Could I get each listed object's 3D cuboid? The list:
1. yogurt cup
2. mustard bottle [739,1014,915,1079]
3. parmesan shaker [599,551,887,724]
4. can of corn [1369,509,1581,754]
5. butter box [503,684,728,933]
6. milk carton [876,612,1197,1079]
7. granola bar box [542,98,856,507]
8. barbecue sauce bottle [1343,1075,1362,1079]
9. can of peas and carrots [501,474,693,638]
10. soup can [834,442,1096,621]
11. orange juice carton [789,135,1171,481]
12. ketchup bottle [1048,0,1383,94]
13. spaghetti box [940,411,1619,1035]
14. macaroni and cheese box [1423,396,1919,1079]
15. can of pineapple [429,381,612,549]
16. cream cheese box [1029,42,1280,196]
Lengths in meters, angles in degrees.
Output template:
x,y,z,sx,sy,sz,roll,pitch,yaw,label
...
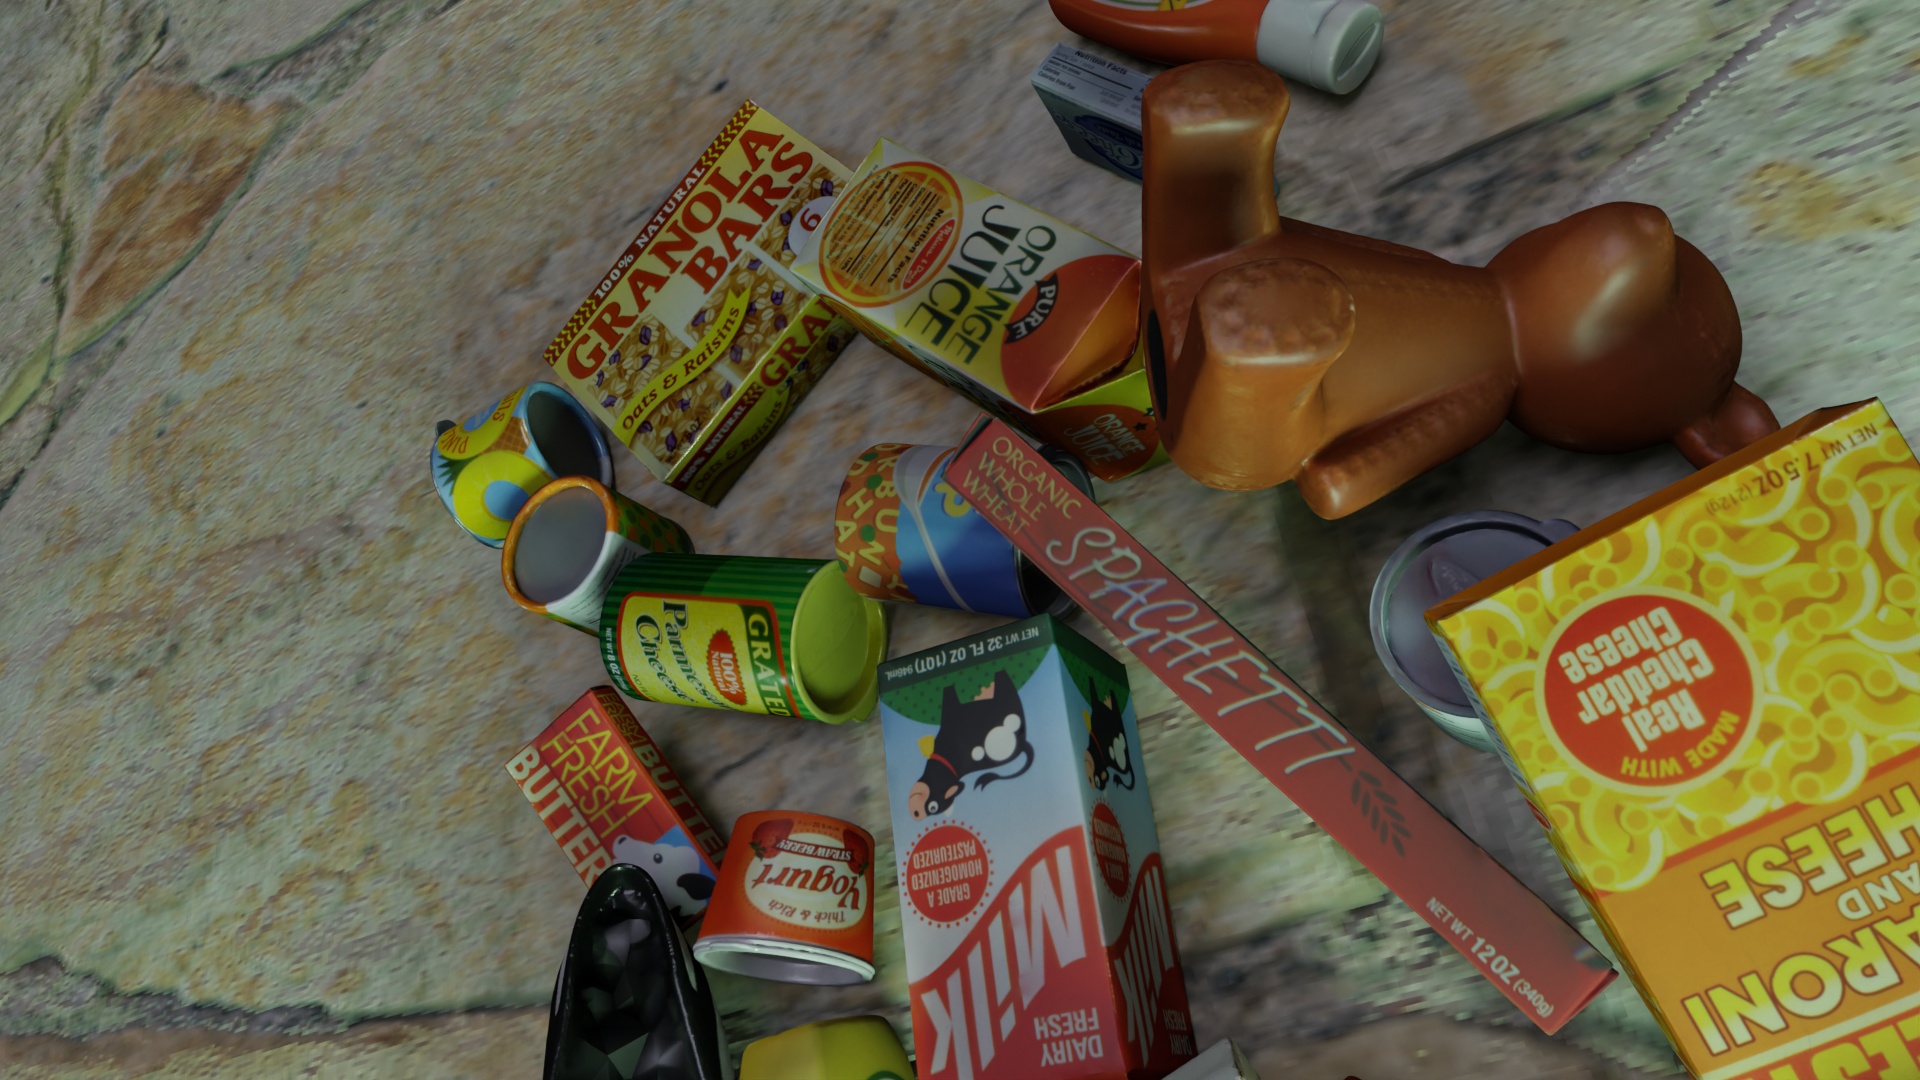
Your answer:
x,y,z,sx,sy,sz,roll,pitch,yaw,label
-0.063,0.136,0.528,0.072,0.072,0.054,-8,59,26,yogurt cup
-0.031,0.245,0.468,0.048,0.065,0.161,-28,65,24,mustard bottle
-0.091,0.041,0.581,0.103,0.071,0.071,1,71,30,parmesan shaker
0.173,0.029,0.444,0.071,0.058,0.071,-11,65,25,can of corn
-0.139,0.116,0.577,0.053,0.024,0.103,-39,81,10,butter box
0.028,0.130,0.473,0.072,0.073,0.191,-18,63,22,milk carton
-0.111,-0.116,0.671,0.165,0.039,0.124,-50,56,2,granola bar box
0.087,0.232,0.417,0.065,0.043,0.148,37,90,22,barbecue sauce bottle
-0.168,0.009,0.639,0.071,0.058,0.071,-11,65,25,can of peas and carrots
0.002,-0.007,0.545,0.084,0.071,0.071,6,73,31,soup can
0.026,-0.088,0.564,0.193,0.071,0.073,34,89,35,orange juice carton
0.108,-0.230,0.594,0.149,0.043,0.064,35,89,34,ketchup bottle
0.092,0.051,0.442,0.250,0.050,0.028,43,94,17,spaghetti box
0.222,0.065,0.370,0.123,0.040,0.166,-30,84,12,macaroni and cheese box
-0.214,-0.038,0.678,0.058,0.071,0.071,-26,60,17,can of pineapple
0.080,-0.169,0.579,0.104,0.053,0.024,35,88,34,cream cheese box
